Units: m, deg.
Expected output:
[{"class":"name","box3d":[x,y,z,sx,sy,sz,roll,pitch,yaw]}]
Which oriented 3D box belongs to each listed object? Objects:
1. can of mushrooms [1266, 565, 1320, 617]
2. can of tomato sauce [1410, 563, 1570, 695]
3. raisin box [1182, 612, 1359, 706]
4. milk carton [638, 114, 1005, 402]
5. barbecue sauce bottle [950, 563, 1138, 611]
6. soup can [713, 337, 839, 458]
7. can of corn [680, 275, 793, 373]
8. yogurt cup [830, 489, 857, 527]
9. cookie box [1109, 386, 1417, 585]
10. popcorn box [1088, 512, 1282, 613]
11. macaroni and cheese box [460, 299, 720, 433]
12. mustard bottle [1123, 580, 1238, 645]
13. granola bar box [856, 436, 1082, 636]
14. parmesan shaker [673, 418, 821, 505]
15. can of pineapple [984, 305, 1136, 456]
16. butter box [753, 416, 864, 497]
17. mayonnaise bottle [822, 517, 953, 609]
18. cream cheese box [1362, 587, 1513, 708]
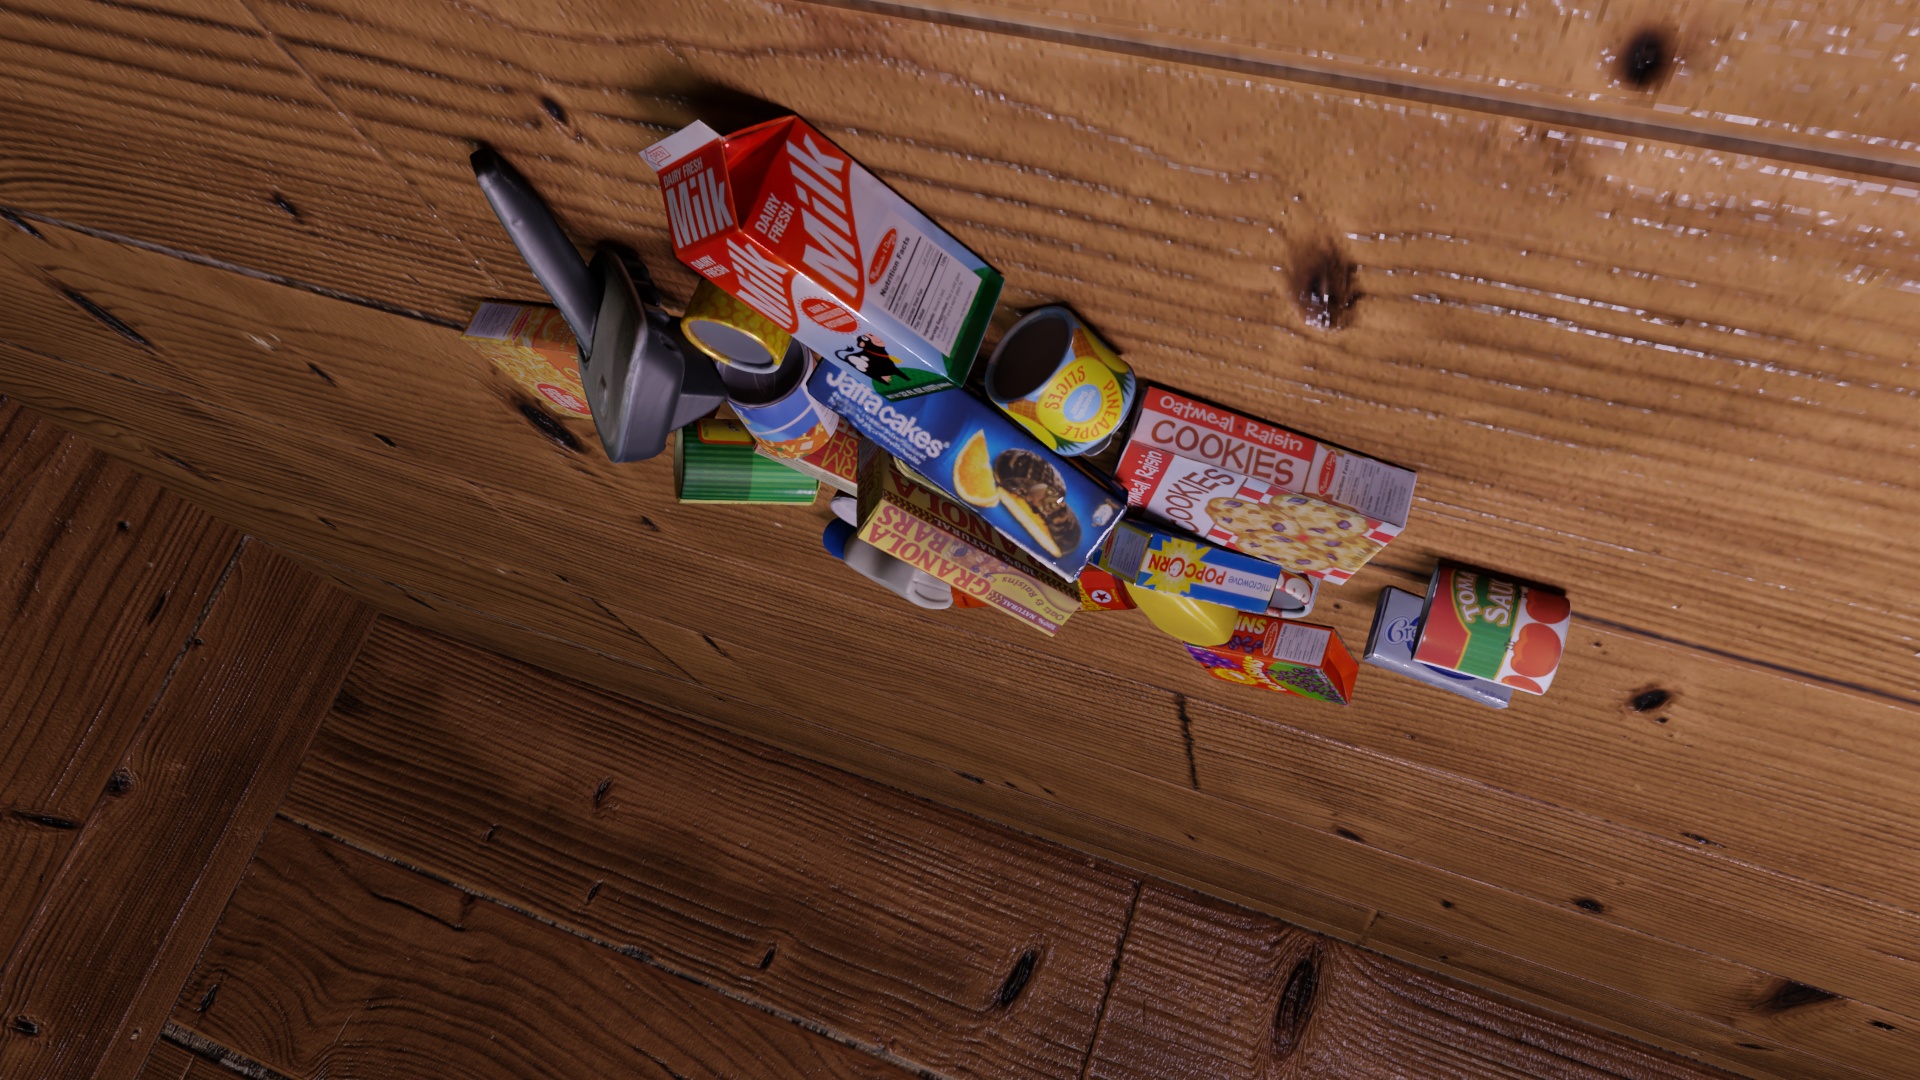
[{"class":"can of mushrooms","box3d":[0.222,0.027,1.000,0.071,0.033,0.071,19,163,6]},{"class":"can of tomato sauce","box3d":[0.341,0.056,0.896,0.083,0.071,0.071,16,162,15]},{"class":"raisin box","box3d":[0.258,0.096,1.155,0.123,0.040,0.086,10,160,34]},{"class":"milk carton","box3d":[-0.076,-0.154,0.730,0.190,0.073,0.072,32,159,-32]},{"class":"barbecue sauce bottle","box3d":[0.066,0.032,1.111,0.148,0.044,0.064,-5,139,23]},{"class":"soup can","box3d":[-0.127,-0.102,0.955,0.071,0.071,0.083,16,162,16]},{"class":"can of corn","box3d":[-0.132,-0.144,0.849,0.071,0.058,0.071,19,162,6]},{"class":"yogurt cup","box3d":[-0.062,-0.039,1.092,0.072,0.054,0.072,19,163,6]},{"class":"cookie box","box3d":[0.179,-0.032,0.861,0.167,0.040,0.122,19,163,3]},{"class":"popcorn box","box3d":[0.143,0.011,0.943,0.127,0.038,0.085,13,-170,-35]},{"class":"macaroni and cheese box","box3d":[-0.288,-0.135,1.087,0.166,0.040,0.123,11,161,31]},{"class":"mustard bottle","box3d":[0.158,0.030,1.055,0.065,0.049,0.160,6,157,36]},{"class":"granola bar box","box3d":[0.004,-0.012,0.995,0.165,0.125,0.039,28,118,-20]},{"class":"parmesan shaker","box3d":[-0.163,-0.060,1.061,0.103,0.071,0.071,1,169,-19]},{"class":"can of pineapple","box3d":[0.057,-0.089,0.782,0.071,0.071,0.058,0,153,48]},{"class":"butter box","box3d":[-0.097,-0.071,1.039,0.103,0.053,0.024,24,159,-12]},{"class":"mayonnaise bottle","box3d":[-0.068,0.017,1.233,0.065,0.041,0.148,20,-175,-44]},{"class":"cream cheese box","box3d":[0.340,0.076,0.976,0.104,0.053,0.024,20,164,3]}]
